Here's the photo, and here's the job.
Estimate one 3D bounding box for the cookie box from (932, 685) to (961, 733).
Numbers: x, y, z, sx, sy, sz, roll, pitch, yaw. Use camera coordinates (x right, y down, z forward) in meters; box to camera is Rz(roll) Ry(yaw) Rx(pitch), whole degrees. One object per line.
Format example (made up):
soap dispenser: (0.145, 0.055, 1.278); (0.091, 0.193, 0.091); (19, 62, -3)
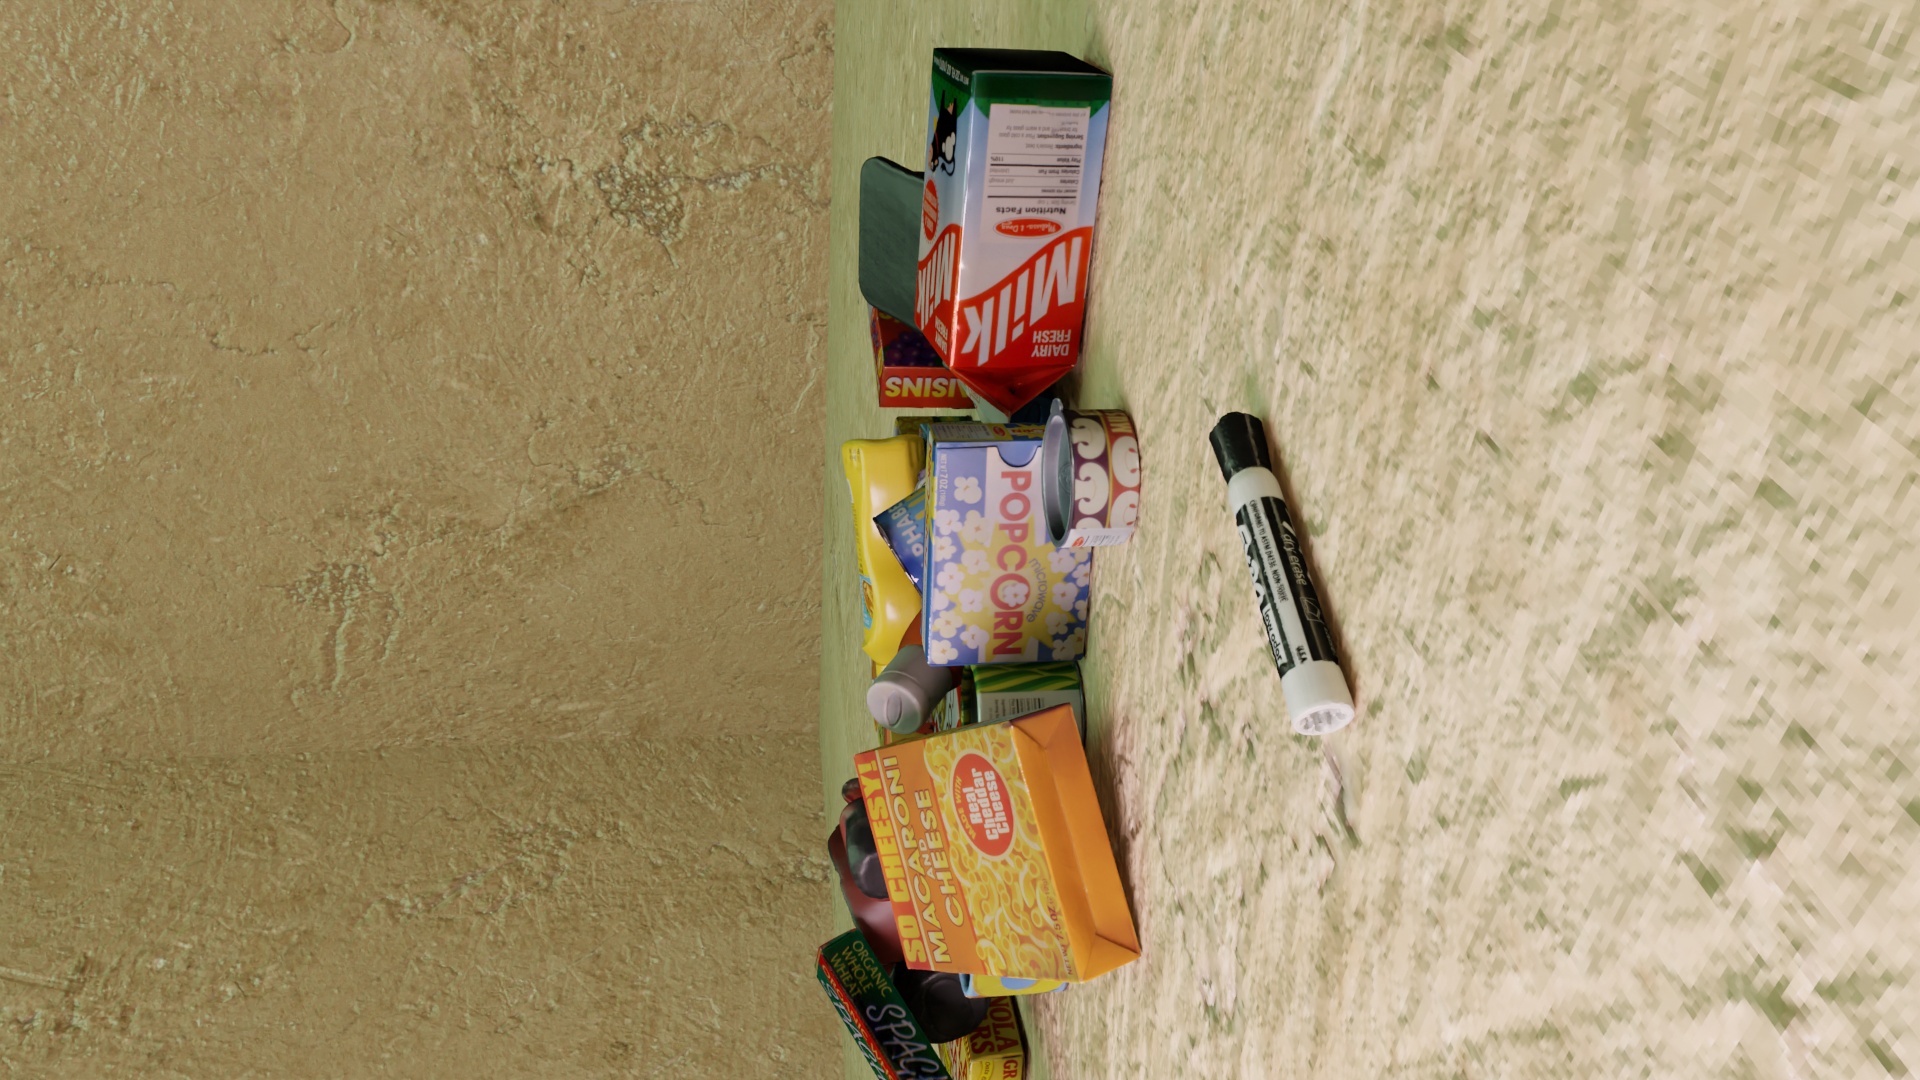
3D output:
cookie box: (0.006, 0.113, 1.009); (0.122, 0.040, 0.168); (101, 166, -51)

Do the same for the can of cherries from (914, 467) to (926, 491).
can of cherries: (0.003, -0.011, 0.907); (0.071, 0.071, 0.058); (101, 165, -54)

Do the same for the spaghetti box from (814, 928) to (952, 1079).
spaghetti box: (-0.009, 0.338, 0.795); (0.251, 0.029, 0.050); (53, 154, 24)

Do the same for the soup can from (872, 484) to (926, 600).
soup can: (0.002, -0.009, 0.779); (0.071, 0.084, 0.071); (57, 179, 1)

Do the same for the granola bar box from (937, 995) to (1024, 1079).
granola bar box: (0.012, 0.358, 0.999); (0.166, 0.039, 0.123); (-110, 20, -65)

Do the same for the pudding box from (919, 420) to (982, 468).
pudding box: (-0.001, -0.064, 1.001); (0.084, 0.050, 0.030); (-120, 28, -72)

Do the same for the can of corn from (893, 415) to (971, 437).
can of corn: (-0.021, -0.066, 1.101); (0.071, 0.058, 0.071); (-179, 88, -81)

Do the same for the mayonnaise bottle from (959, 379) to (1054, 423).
mayonnaise bottle: (0.028, -0.098, 0.833); (0.149, 0.041, 0.064); (-108, 27, -61)

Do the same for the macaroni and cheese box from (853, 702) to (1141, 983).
macaroni and cheese box: (0.012, 0.156, 0.706); (0.166, 0.040, 0.124); (-24, 79, 57)

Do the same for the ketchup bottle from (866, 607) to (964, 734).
ketchup bottle: (-0.005, 0.055, 0.822); (0.149, 0.043, 0.064); (-49, -26, -48)

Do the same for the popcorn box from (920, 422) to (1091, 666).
popcorn box: (0.024, 0.002, 0.727); (0.038, 0.085, 0.126); (-109, 20, -66)

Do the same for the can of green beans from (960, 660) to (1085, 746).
can of green beans: (0.033, 0.096, 0.768); (0.071, 0.058, 0.071); (-179, 88, -81)

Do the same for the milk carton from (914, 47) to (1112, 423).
milk carton: (0.022, -0.153, 0.725); (0.072, 0.073, 0.189); (-123, 33, -58)

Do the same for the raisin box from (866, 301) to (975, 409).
raisin box: (-0.021, -0.147, 1.000); (0.124, 0.086, 0.039); (-100, 14, -45)

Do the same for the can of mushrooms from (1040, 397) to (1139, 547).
can of mushrooms: (0.061, -0.032, 0.657); (0.071, 0.033, 0.071); (-179, 88, -82)

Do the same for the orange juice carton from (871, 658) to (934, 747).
orange juice carton: (-0.030, 0.141, 1.140); (0.193, 0.072, 0.072); (-123, 32, -74)

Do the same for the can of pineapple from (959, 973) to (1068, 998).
can of pineapple: (0.029, 0.231, 0.808); (0.071, 0.058, 0.071); (-179, 88, -81)
